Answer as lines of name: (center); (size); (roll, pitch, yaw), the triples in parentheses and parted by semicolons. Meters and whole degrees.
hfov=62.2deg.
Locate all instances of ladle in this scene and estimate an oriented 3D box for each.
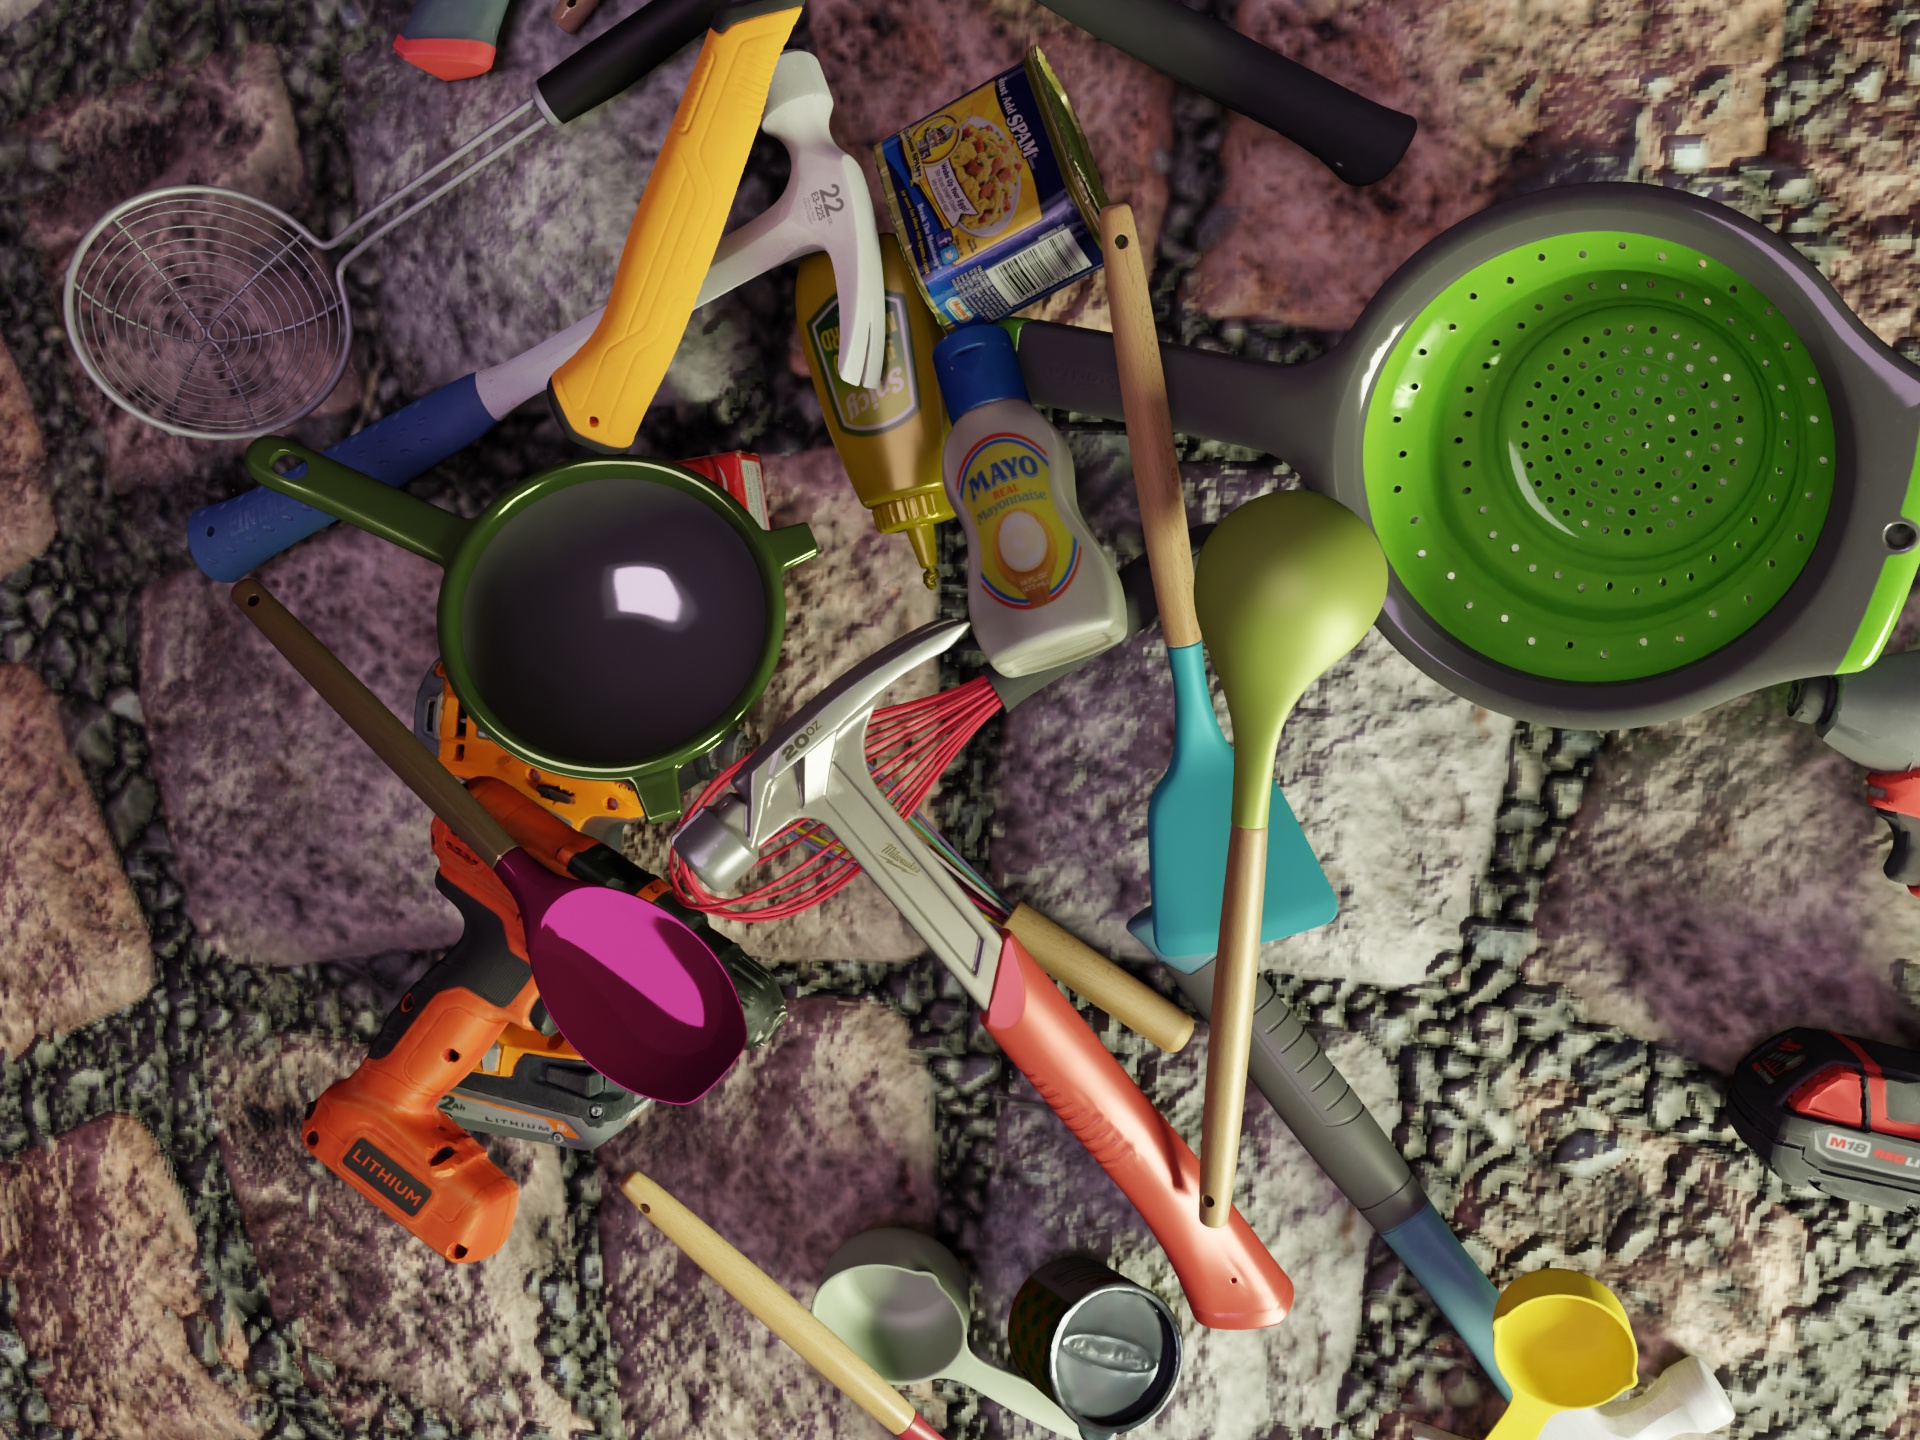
ladle: (-0.046, 0.321, 0.762); (0.069, 0.031, 0.315); (-40, 102, 24)
ladle: (0.124, 0.065, 0.664); (0.078, 0.062, 0.320); (13, 109, 33)

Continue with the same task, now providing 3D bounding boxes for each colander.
colander: (0.185, -0.129, 0.666); (0.397, 0.094, 0.204); (18, 118, 29)

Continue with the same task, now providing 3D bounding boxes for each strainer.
strainer: (-0.202, -0.061, 0.725); (0.256, 0.069, 0.151); (24, 74, 4)

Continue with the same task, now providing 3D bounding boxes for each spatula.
spatula: (0.094, -0.056, 0.673); (0.082, 0.044, 0.317); (-12, 107, 0)

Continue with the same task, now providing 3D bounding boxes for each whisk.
whisk: (0.002, 0.085, 0.753); (0.245, 0.047, 0.051); (33, 102, 5)
whisk: (-0.001, -0.002, 0.707); (0.296, 0.073, 0.073); (-33, 88, -4)

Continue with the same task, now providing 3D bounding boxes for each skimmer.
skimmer: (-0.253, -0.259, 0.749); (0.363, 0.090, 0.127); (-28, 99, 14)

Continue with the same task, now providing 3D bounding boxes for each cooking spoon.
cooking spoon: (-0.213, 0.043, 0.690); (0.319, 0.017, 0.069); (42, 83, 13)

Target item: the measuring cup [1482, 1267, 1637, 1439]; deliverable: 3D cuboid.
measuring cup: (0.241, 0.304, 0.697); (0.062, 0.029, 0.156); (22, 113, 7)

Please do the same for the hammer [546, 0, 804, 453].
hammer: (-0.081, -0.253, 0.629); (0.127, 0.034, 0.336); (25, 115, -9)

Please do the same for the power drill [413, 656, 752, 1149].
power drill: (-0.189, 0.086, 0.782); (0.164, 0.084, 0.226); (6, 94, 11)

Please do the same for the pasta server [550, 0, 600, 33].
pasta server: (-0.085, -0.442, 0.724); (0.060, 0.040, 0.316); (47, 108, 5)

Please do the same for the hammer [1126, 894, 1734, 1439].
hammer: (0.192, 0.211, 0.719); (0.128, 0.033, 0.331); (-38, 89, 15)

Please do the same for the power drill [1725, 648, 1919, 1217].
power drill: (0.391, 0.082, 0.641); (0.143, 0.078, 0.219); (13, 96, 12)

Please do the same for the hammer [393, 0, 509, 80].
hammer: (-0.166, -0.479, 0.732); (0.143, 0.038, 0.386); (38, 103, 8)

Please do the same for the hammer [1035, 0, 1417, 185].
hammer: (0.037, -0.315, 0.665); (0.335, 0.146, 0.035); (28, 89, 1)

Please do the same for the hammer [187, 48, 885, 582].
hammer: (-0.214, -0.153, 0.755); (0.405, 0.035, 0.144); (-22, 85, 22)

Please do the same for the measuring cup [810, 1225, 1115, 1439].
measuring cup: (0.006, 0.306, 0.784); (0.167, 0.038, 0.083); (31, 115, -8)

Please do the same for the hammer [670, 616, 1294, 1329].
hammer: (0.044, 0.131, 0.693); (0.149, 0.037, 0.359); (-41, 107, -7)
